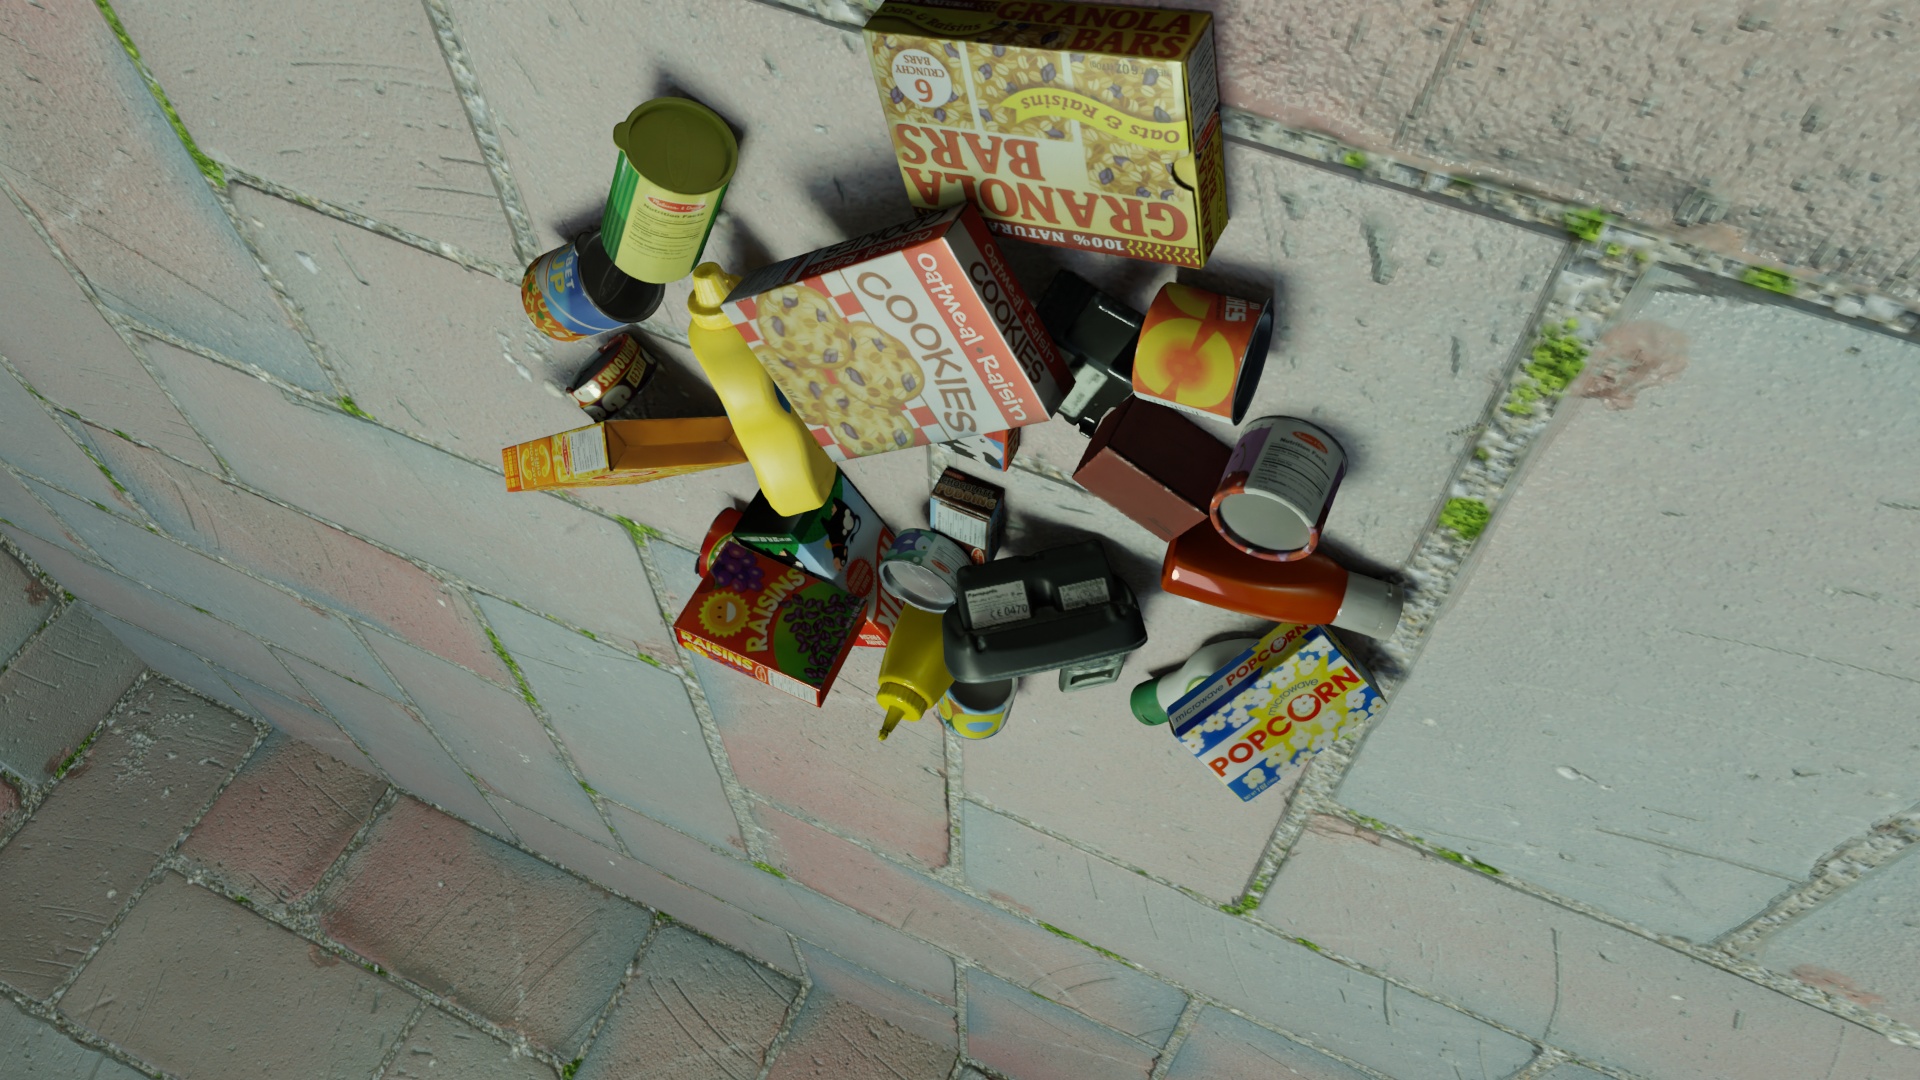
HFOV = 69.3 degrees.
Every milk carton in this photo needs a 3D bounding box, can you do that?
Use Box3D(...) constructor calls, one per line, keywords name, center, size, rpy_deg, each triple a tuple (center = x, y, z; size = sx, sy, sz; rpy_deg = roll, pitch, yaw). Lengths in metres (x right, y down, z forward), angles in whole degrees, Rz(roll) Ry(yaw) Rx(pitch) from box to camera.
Box3D(name="milk carton", center=(-0.091, 0.027, 1.133), size=(0.072, 0.074, 0.190), rpy_deg=(0, 141, 40))

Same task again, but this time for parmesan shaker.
Box3D(name="parmesan shaker", center=(-0.181, -0.210, 0.838), size=(0.071, 0.071, 0.102), rpy_deg=(33, 151, -8))

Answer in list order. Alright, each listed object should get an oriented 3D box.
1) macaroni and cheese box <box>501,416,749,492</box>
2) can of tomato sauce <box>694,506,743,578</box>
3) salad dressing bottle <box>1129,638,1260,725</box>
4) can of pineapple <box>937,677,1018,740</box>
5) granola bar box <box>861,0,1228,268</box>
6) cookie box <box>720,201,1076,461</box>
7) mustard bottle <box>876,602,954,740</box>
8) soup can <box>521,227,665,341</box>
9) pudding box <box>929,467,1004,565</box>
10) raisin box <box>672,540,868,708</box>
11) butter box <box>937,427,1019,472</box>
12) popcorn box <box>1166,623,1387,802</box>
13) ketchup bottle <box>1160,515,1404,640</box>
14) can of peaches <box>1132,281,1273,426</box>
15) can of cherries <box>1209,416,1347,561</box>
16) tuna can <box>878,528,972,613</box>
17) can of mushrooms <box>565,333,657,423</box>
Box3D(name="macaroni and cheese box", center=(-0.266, -0.068, 1.096), size=(0.124, 0.040, 0.166), rpy_deg=(-7, -179, -44))
Box3D(name="can of tomato sauce", center=(-0.174, 0.017, 1.193), size=(0.083, 0.071, 0.071), rpy_deg=(22, 150, 11))
Box3D(name="salad dressing bottle", center=(0.186, 0.112, 1.060), size=(0.064, 0.044, 0.147), rpy_deg=(34, 151, -15))
Box3D(name="can of pineapple", center=(0.013, 0.134, 1.219), size=(0.071, 0.071, 0.057), rpy_deg=(24, 150, 8))
Box3D(name="granola bar box", center=(0.044, -0.202, 0.686), size=(0.165, 0.039, 0.123), rpy_deg=(15, 148, 24))
Box3D(name="cookie box", center=(-0.036, -0.113, 0.786), size=(0.167, 0.040, 0.122), rpy_deg=(-8, 129, 38))
Box3D(name="mustard bottle", center=(-0.028, 0.091, 1.090), size=(0.065, 0.161, 0.048), rpy_deg=(7, 146, 35))
Box3D(name="soup can", center=(-0.256, -0.177, 0.956), size=(0.083, 0.072, 0.071), rpy_deg=(-5, 137, 45))
Box3D(name="pudding box", center=(0.004, -0.013, 1.032), size=(0.050, 0.030, 0.083), rpy_deg=(21, 150, 11))
Box3D(name="raisin box", center=(-0.145, 0.064, 1.068), size=(0.123, 0.086, 0.040), rpy_deg=(23, 152, 8))
Box3D(name="butter box", center=(0.012, -0.090, 0.908), size=(0.053, 0.024, 0.103), rpy_deg=(22, 150, 13))
Box3D(name="popcorn box", center=(0.219, 0.116, 0.969), size=(0.126, 0.038, 0.085), rpy_deg=(-39, 116, 15))
Box3D(name="ketchup bottle", center=(0.206, 0.025, 0.890), size=(0.149, 0.065, 0.043), rpy_deg=(17, 131, 4))
Box3D(name="can of peaches", center=(0.130, -0.103, 0.745), size=(0.058, 0.071, 0.071), rpy_deg=(18, 149, 19))
Box3D(name="can of cherries", center=(0.186, -0.028, 0.820), size=(0.071, 0.059, 0.071), rpy_deg=(21, 150, 13))
Box3D(name="tuna can", center=(-0.027, 0.023, 1.048), size=(0.071, 0.033, 0.070), rpy_deg=(21, 150, 13))
Box3D(name="can of mushrooms", center=(-0.263, -0.123, 1.048), size=(0.071, 0.071, 0.033), rpy_deg=(-9, 133, 48))
